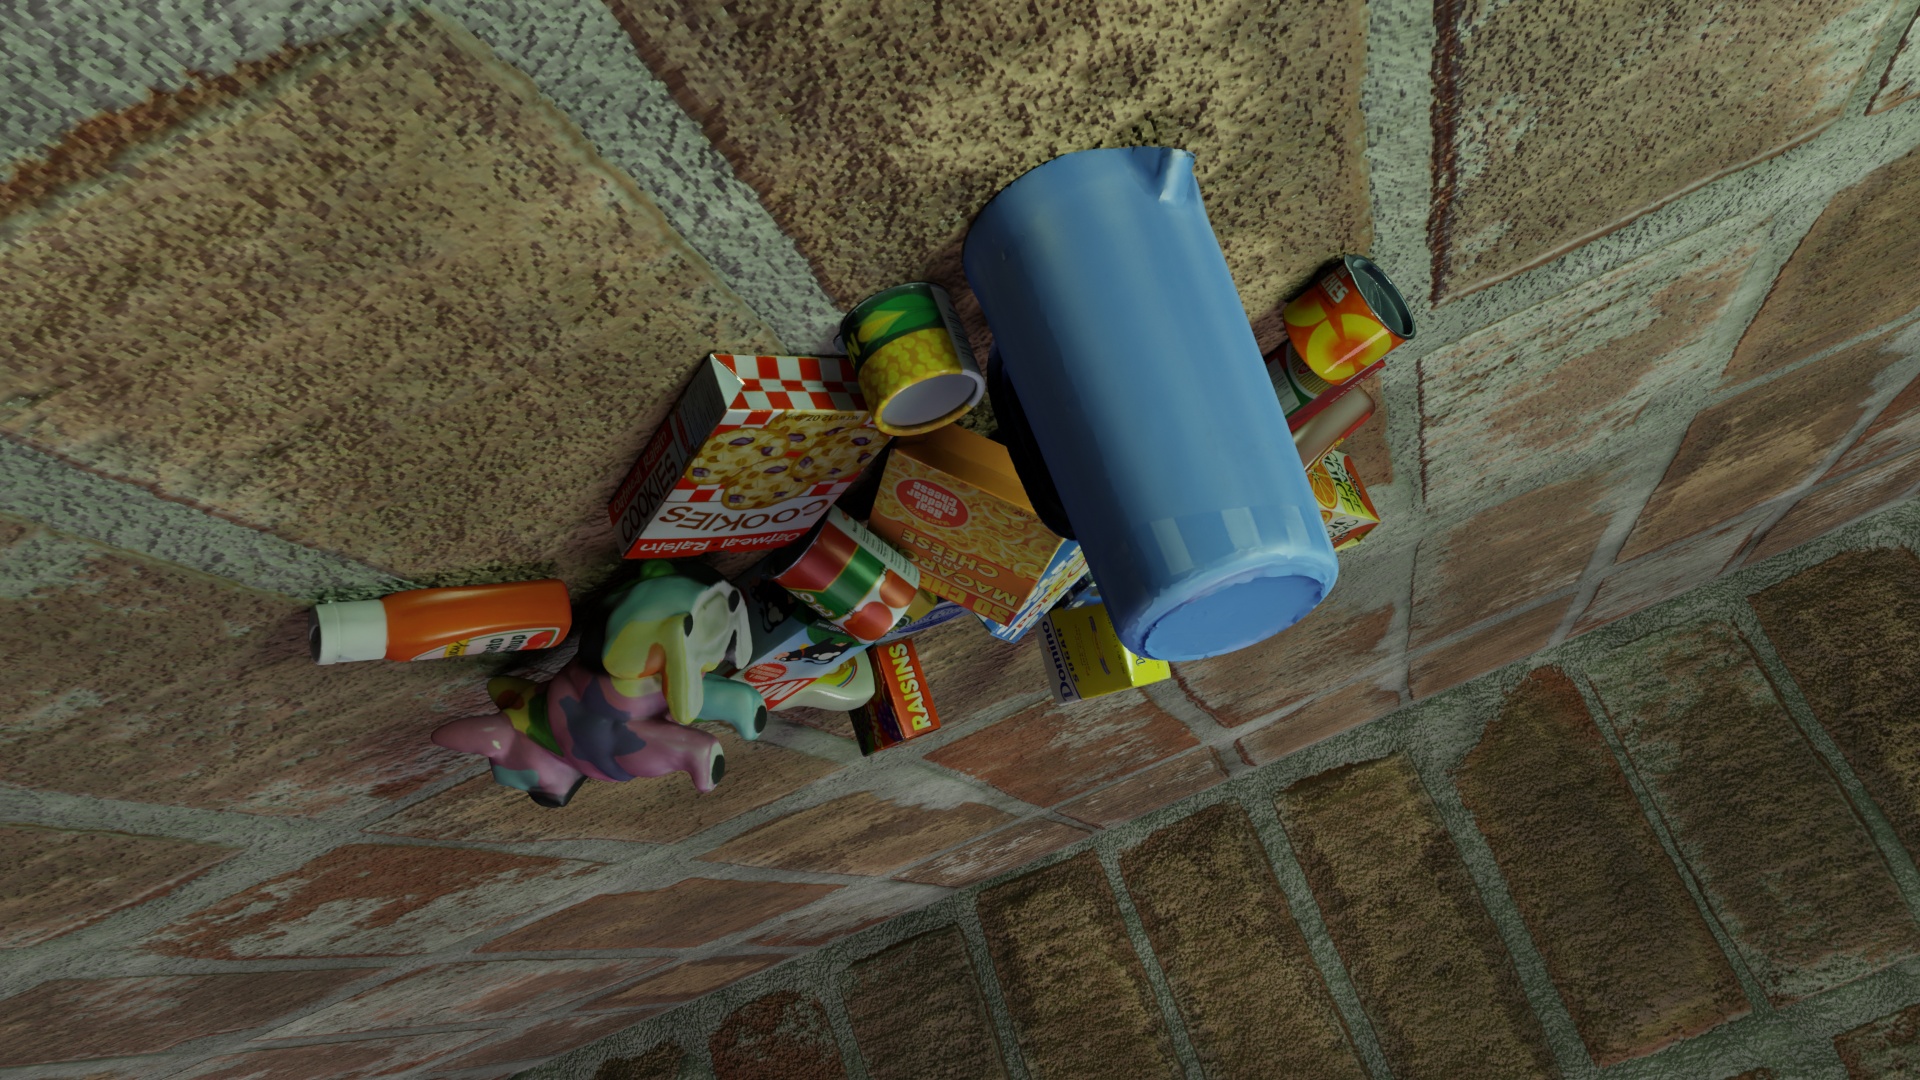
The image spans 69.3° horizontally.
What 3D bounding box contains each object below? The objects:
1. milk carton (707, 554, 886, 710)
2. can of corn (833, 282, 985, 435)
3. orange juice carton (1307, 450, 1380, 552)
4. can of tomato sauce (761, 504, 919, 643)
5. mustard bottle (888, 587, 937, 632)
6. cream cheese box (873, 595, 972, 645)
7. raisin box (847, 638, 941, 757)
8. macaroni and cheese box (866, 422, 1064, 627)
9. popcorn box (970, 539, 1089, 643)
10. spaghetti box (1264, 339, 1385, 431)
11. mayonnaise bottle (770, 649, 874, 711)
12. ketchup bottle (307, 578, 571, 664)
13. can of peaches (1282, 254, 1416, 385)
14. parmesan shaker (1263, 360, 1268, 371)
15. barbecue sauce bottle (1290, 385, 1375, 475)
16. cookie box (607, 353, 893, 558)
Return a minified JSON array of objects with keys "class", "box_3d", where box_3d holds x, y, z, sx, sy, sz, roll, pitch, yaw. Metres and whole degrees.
[{"class":"milk carton","box_3d":[-0.152,0.076,1.046,0.190,0.074,0.072,-34,148,30]},{"class":"can of corn","box_3d":[-0.028,-0.098,0.764,0.071,0.058,0.071,-18,159,-7]},{"class":"orange juice carton","box_3d":[0.304,-0.034,1.217,0.072,0.072,0.193,-34,155,31]},{"class":"can of tomato sauce","box_3d":[-0.081,0.023,0.944,0.083,0.071,0.071,38,127,-22]},{"class":"mustard bottle","box_3d":[-0.099,0.063,1.107,0.160,0.049,0.065,-25,157,11]},{"class":"cream cheese box","box_3d":[-0.030,0.057,1.192,0.104,0.024,0.053,-17,159,-9]},{"class":"raisin box","box_3d":[-0.067,0.142,1.250,0.040,0.086,0.123,-14,171,-25]},{"class":"macaroni and cheese box","box_3d":[0.003,-0.012,0.938,0.124,0.040,0.165,25,152,0]},{"class":"popcorn box","box_3d":[0.066,0.022,1.101,0.126,0.038,0.085,-45,164,3]},{"class":"spaghetti box","box_3d":[0.202,-0.083,1.032,0.029,0.050,0.249,2,150,-43]},{"class":"mayonnaise bottle","box_3d":[-0.147,0.114,1.175,0.148,0.065,0.041,1,148,-36]},{"class":"ketchup bottle","box_3d":[-0.325,0.051,0.871,0.149,0.043,0.064,-4,164,-37]},{"class":"can of peaches","box_3d":[0.252,-0.145,0.908,0.071,0.071,0.058,2,150,-46]},{"class":"parmesan shaker","box_3d":[0.154,-0.090,0.938,0.071,0.071,0.102,-6,154,-34]},{"class":"barbecue sauce bottle","box_3d":[0.248,-0.063,1.062,0.148,0.043,0.065,-44,178,2]},{"class":"cookie box","box_3d":[-0.122,-0.046,0.827,0.123,0.040,0.166,-4,154,-38]}]
